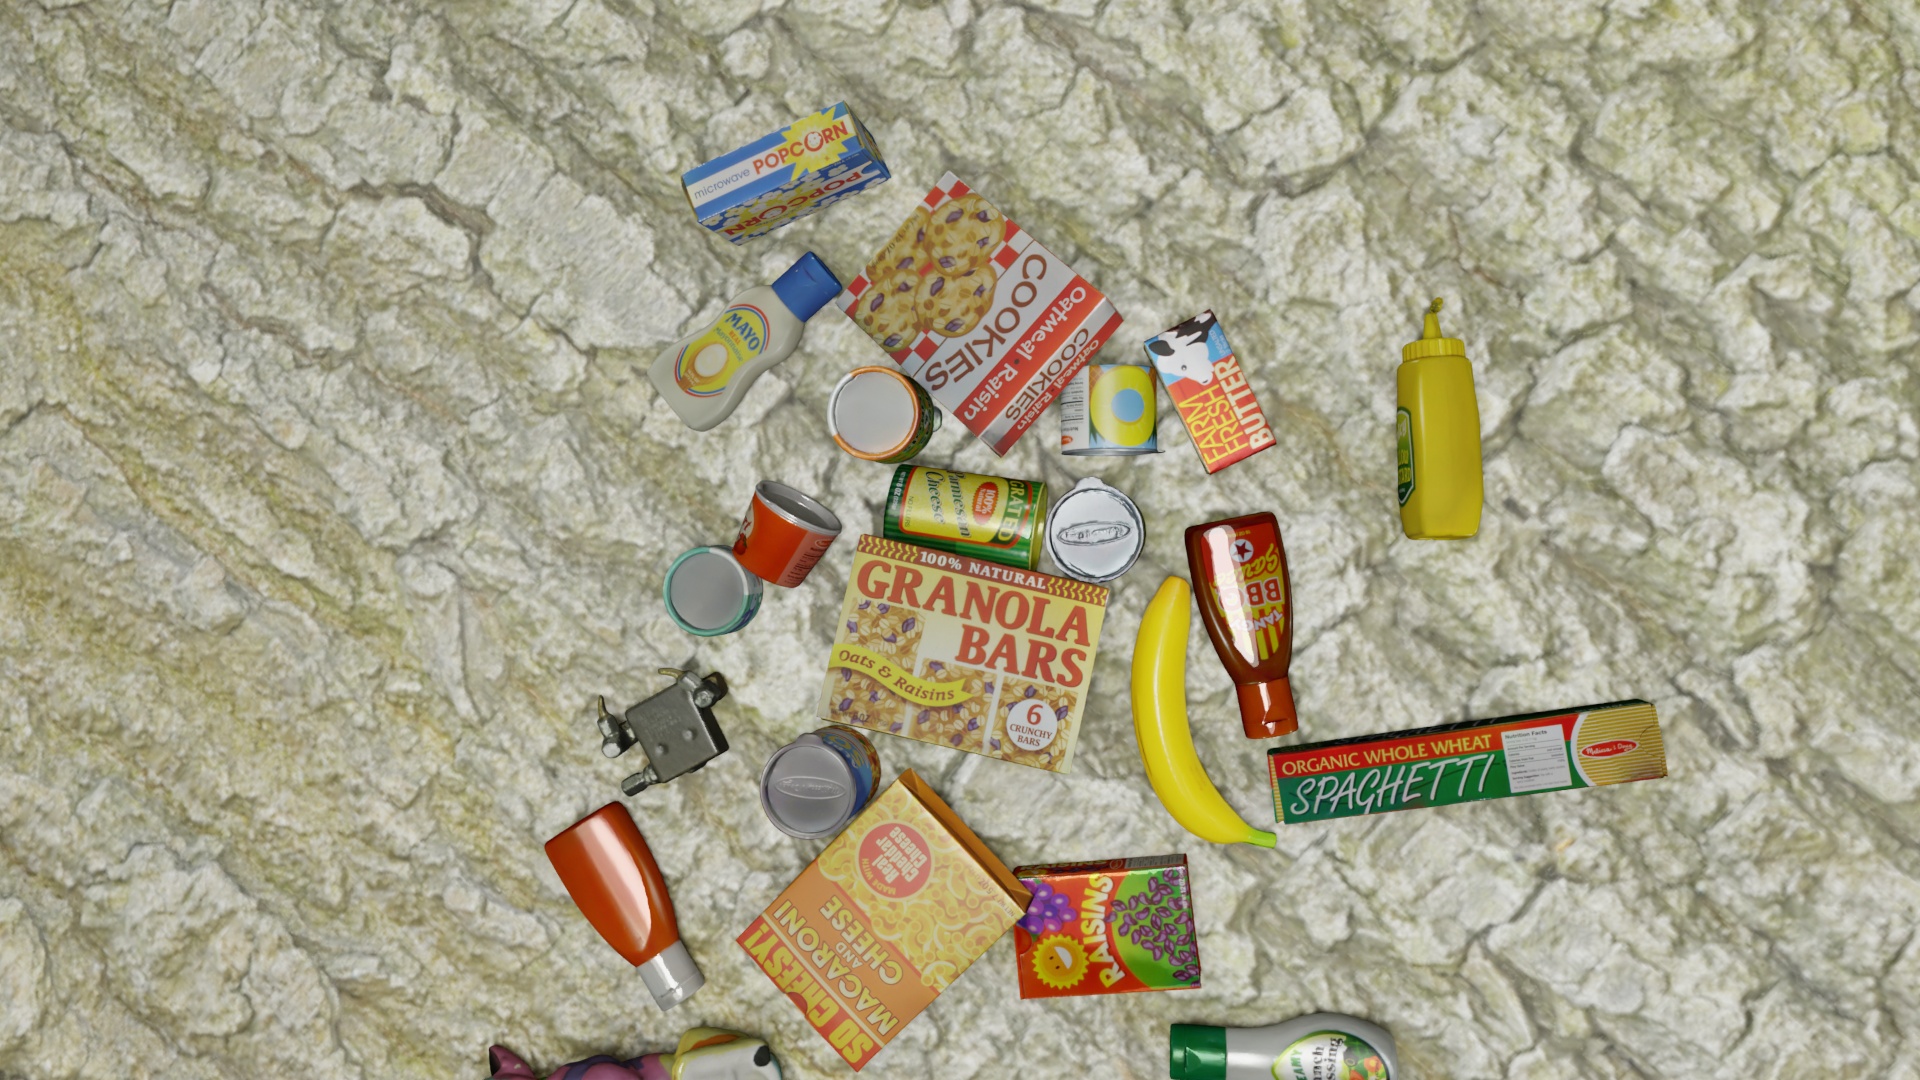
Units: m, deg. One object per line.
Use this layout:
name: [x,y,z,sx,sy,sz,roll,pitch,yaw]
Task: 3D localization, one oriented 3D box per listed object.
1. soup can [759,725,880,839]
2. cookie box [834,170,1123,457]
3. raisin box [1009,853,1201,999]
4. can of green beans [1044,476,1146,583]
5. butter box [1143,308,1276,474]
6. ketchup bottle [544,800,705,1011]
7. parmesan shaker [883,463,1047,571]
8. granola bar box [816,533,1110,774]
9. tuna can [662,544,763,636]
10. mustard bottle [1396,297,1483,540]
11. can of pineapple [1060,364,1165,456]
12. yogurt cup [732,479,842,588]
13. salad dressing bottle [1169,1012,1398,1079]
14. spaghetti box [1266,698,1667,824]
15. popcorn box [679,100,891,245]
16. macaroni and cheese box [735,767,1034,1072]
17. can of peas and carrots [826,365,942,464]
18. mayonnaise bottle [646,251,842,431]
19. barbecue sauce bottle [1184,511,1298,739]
soup can: [-0.095,0.163,0.964,0.071,0.084,0.071,0,90,9]
cookie box: [0.010,-0.155,0.940,0.123,0.040,0.168,-48,60,6]
raisin box: [0.099,0.266,0.955,0.123,0.040,0.086,-6,90,10]
can of green beans: [0.093,-0.005,0.947,0.071,0.058,0.071,0,90,9]
butter box: [0.171,-0.101,0.952,0.053,0.024,0.103,-27,86,9]
ketchup bottle: [-0.239,0.267,1.007,0.064,0.043,0.149,-33,85,9]
parmesan shaker: [0.003,-0.012,0.956,0.103,0.071,0.071,8,92,9]
granola bar box: [0.002,0.074,0.904,0.166,0.039,0.124,13,82,1]
tuna can: [-0.181,0.038,1.003,0.071,0.033,0.071,0,90,9]
mustard bottle: [0.312,-0.080,0.912,0.049,0.065,0.160,-1,84,4]
can of pineapple: [0.102,-0.087,0.943,0.071,0.071,0.058,0,90,9]
yogurt cup: [-0.125,-0.003,0.980,0.072,0.072,0.053,32,103,8]
salad dressing bottle: [0.215,0.349,0.934,0.148,0.044,0.064,1,89,9]
spaghetti box: [0.331,0.147,0.924,0.250,0.029,0.050,-9,89,9]
popcorn box: [-0.120,-0.253,0.967,0.126,0.085,0.038,-22,86,9]
macaroni and cheese box: [-0.053,0.257,0.944,0.124,0.040,0.166,45,100,7]
can of peas and carrots: [-0.053,-0.087,0.970,0.071,0.059,0.071,0,91,9]
mayonnaise bottle: [-0.151,-0.146,0.994,0.148,0.041,0.065,-40,83,8]
barbecue sauce bottle: [0.196,0.058,0.938,0.065,0.043,0.148,-11,89,-3]
